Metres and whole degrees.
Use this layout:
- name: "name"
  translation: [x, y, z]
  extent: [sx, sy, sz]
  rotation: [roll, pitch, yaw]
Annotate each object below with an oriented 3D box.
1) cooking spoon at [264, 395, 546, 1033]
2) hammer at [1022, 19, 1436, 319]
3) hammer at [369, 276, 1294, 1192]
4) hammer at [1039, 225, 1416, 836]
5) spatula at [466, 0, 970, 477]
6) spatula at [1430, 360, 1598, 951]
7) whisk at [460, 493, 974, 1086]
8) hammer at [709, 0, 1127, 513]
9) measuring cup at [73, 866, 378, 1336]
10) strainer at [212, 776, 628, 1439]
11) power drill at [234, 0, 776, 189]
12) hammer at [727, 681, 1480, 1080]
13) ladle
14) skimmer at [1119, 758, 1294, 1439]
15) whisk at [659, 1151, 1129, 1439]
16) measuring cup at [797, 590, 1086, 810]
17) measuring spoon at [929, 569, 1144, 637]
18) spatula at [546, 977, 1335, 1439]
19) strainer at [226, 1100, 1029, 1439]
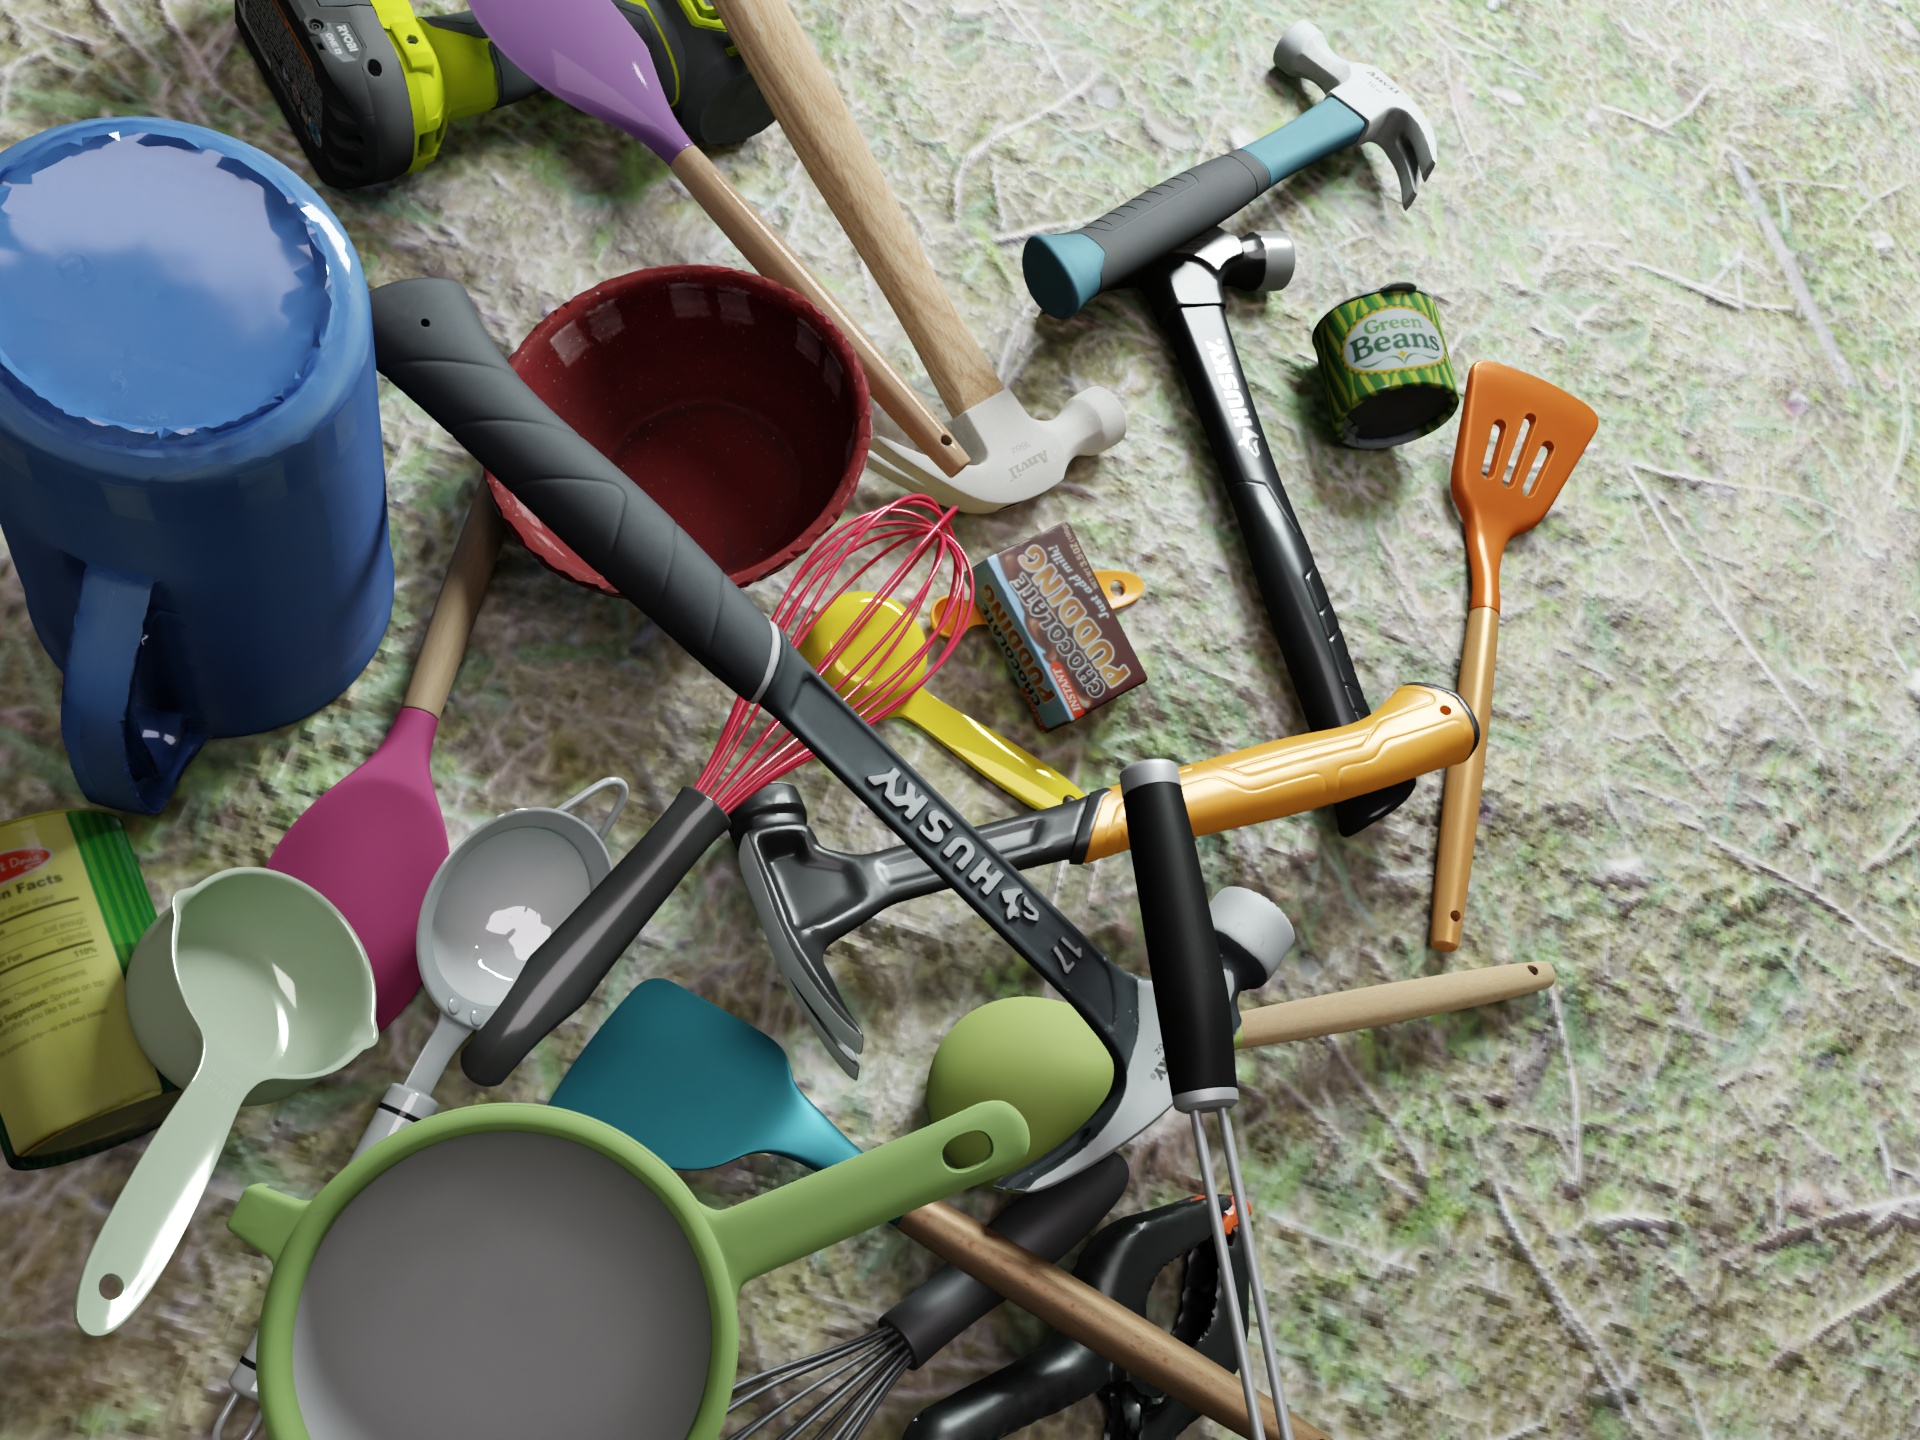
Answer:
- name: "cooking spoon"
  translation: [-0.211, -0.024, 0.643]
  extent: [0.068, 0.017, 0.319]
  rotation: [23, 61, -24]
- name: "hammer"
  translation: [0.143, -0.285, 0.836]
  extent: [0.128, 0.033, 0.331]
  rotation: [42, 53, 13]
- name: "hammer"
  translation: [-0.060, -0.003, 0.572]
  extent: [0.409, 0.036, 0.149]
  rotation: [44, 65, -6]
- name: "hammer"
  translation: [0.147, -0.102, 0.792]
  extent: [0.146, 0.035, 0.335]
  rotation: [-8, 71, -23]
- name: "spatula"
  translation: [-0.106, -0.227, 0.697]
  extent: [0.316, 0.018, 0.060]
  rotation: [48, 64, -1]
- name: "spatula"
  translation: [0.267, -0.037, 0.802]
  extent: [0.081, 0.041, 0.323]
  rotation: [21, 64, -11]
- name: "whisk"
  translation: [-0.085, 0.019, 0.611]
  extent: [0.073, 0.073, 0.296]
  rotation: [39, 66, 0]
- name: "hammer"
  translation: [-0.051, -0.247, 0.741]
  extent: [0.130, 0.031, 0.331]
  rotation: [-34, 97, -27]
- name: "measuring cup"
  translation: [-0.238, 0.118, 0.491]
  extent: [0.083, 0.038, 0.168]
  rotation: [47, 26, -27]
- name: "strainer"
  translation: [-0.196, 0.129, 0.570]
  extent: [0.086, 0.050, 0.258]
  rotation: [49, 56, -46]
- name: "power drill"
  translation: [-0.214, -0.349, 0.749]
  extent: [0.228, 0.080, 0.191]
  rotation: [-25, 79, -29]
- name: "hammer"
  translation: [0.079, 0.045, 0.670]
  extent: [0.337, 0.034, 0.127]
  rotation: [-14, 52, -19]
- name: "ladle"
  translation: [0.133, 0.138, 0.685]
  extent: [0.320, 0.062, 0.078]
  rotation: [-4, 46, -28]
- name: "skimmer"
  translation: [0.079, 0.196, 0.541]
  extent: [0.127, 0.090, 0.364]
  rotation: [3, 66, -25]
- name: "whisk"
  translation: [-0.023, 0.229, 0.587]
  extent: [0.239, 0.055, 0.055]
  rotation: [-29, 80, -32]
- name: "measuring cup"
  translation: [-0.001, -0.002, 0.699]
  extent: [0.156, 0.029, 0.062]
  rotation: [34, 61, -2]
- name: "measuring spoon"
  translation: [0.037, -0.055, 0.749]
  extent: [0.117, 0.011, 0.021]
  rotation: [-12, 83, -27]
- name: "spatula"
  translation: [0.000, 0.194, 0.582]
  extent: [0.317, 0.044, 0.082]
  rotation: [31, 48, 2]
- name: "strainer"
  translation: [-0.099, 0.182, 0.539]
  extent: [0.256, 0.069, 0.151]
  rotation: [-21, 86, -7]
